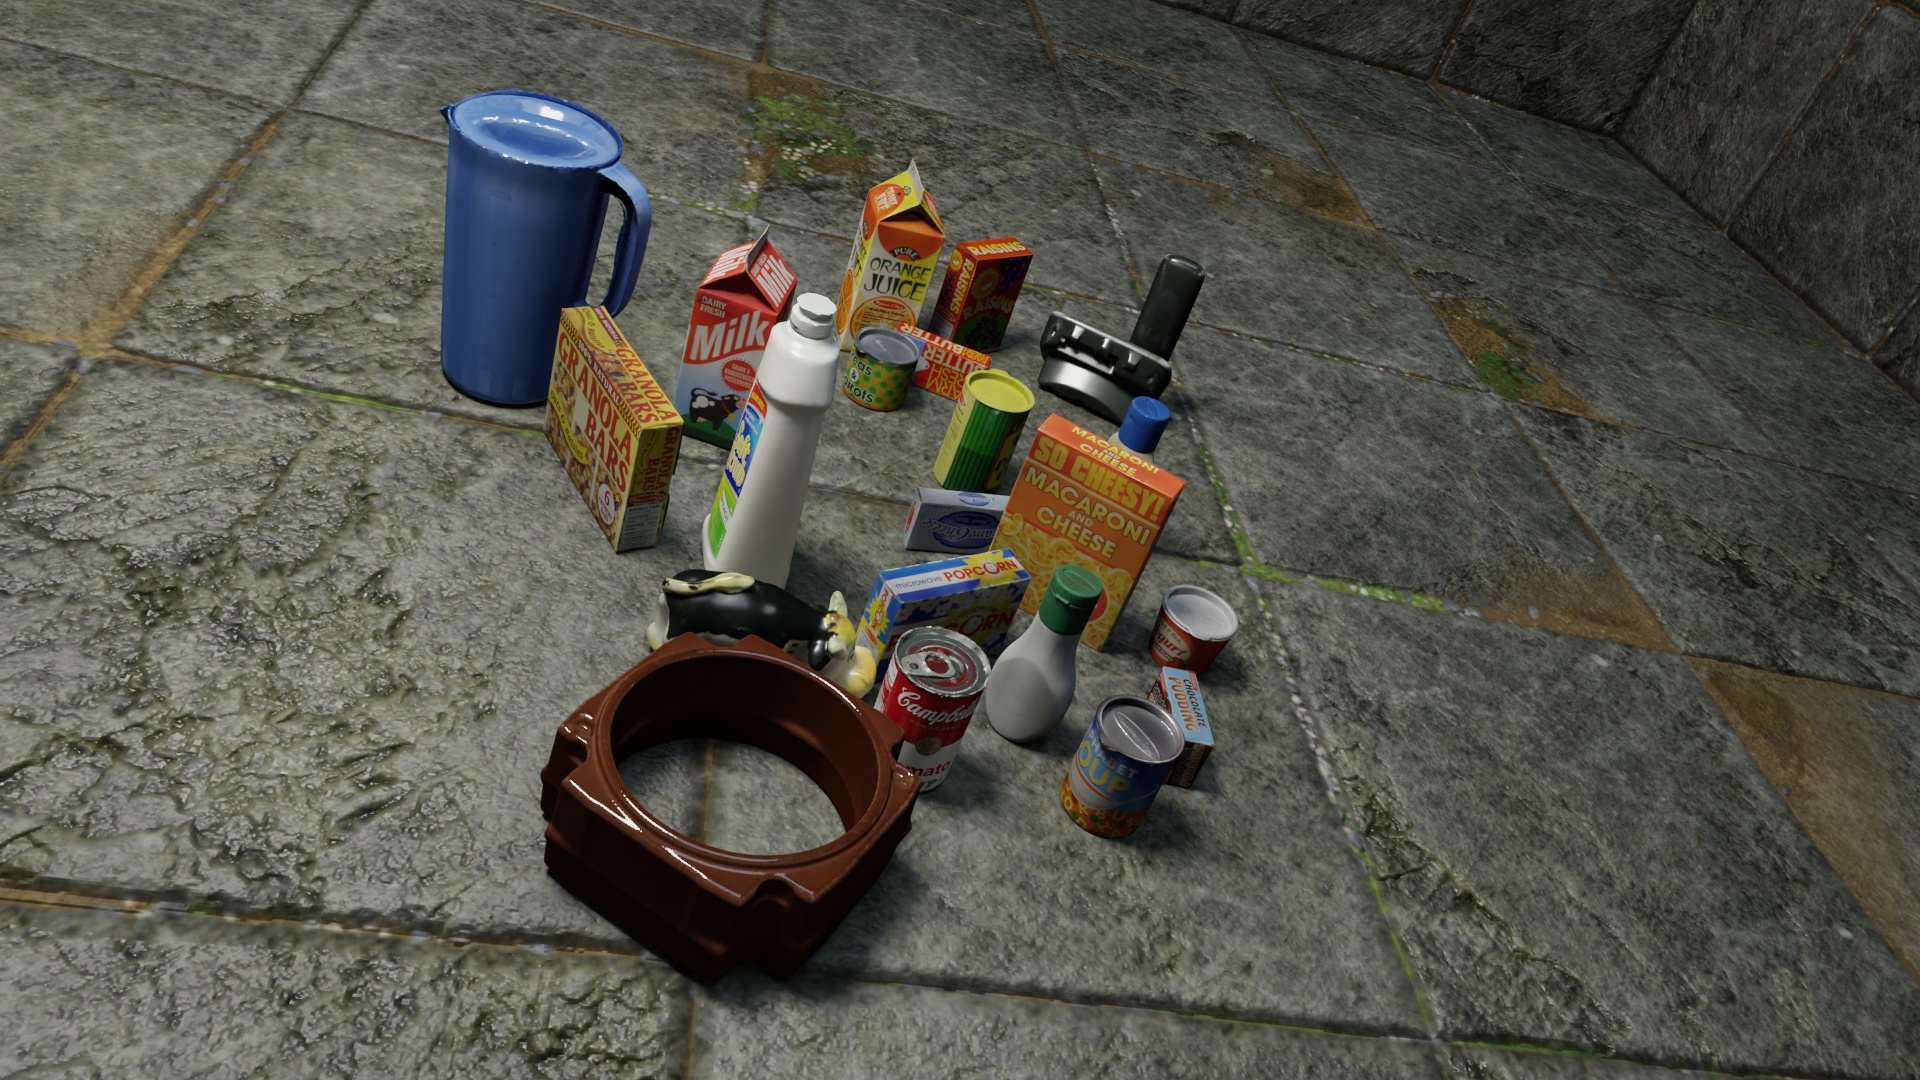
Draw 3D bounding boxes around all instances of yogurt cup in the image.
[{"bbox_3d":[0.195,0.079,1.181,0.072,0.053,0.073,14,36,-10],"label":"yogurt cup"}]

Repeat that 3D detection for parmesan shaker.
[{"bbox_3d":[0.021,-0.098,1.286,0.071,0.102,0.072,14,36,-10],"label":"parmesan shaker"}]

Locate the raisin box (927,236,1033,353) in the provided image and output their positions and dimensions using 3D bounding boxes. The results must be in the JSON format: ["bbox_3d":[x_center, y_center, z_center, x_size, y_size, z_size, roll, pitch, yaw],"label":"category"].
[{"bbox_3d":[0.019,-0.258,1.480,0.086,0.122,0.040,-16,49,-40],"label":"raisin box"}]

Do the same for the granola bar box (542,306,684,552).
[{"bbox_3d":[-0.278,-0.090,1.105,0.039,0.123,0.166,-9,45,-36],"label":"granola bar box"}]

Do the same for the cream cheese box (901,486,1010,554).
[{"bbox_3d":[0.004,-0.015,1.210,0.104,0.053,0.024,5,38,-22],"label":"cream cheese box"}]

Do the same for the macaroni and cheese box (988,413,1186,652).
[{"bbox_3d":[0.096,-0.006,1.146,0.124,0.165,0.040,29,36,11],"label":"macaroni and cheese box"}]

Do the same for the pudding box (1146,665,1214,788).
[{"bbox_3d":[0.169,0.145,1.084,0.030,0.049,0.084,12,36,-12],"label":"pudding box"}]

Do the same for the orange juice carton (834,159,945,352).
[{"bbox_3d":[-0.069,-0.285,1.411,0.073,0.191,0.072,8,37,-18],"label":"orange juice carton"}]

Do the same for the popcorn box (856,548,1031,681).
[{"bbox_3d":[-0.015,0.057,1.076,0.127,0.084,0.038,-10,45,-36],"label":"popcorn box"}]

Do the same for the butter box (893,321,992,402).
[{"bbox_3d":[-0.024,-0.179,1.413,0.103,0.052,0.024,21,35,1],"label":"butter box"}]

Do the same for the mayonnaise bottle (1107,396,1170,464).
[{"bbox_3d":[0.146,-0.061,1.261,0.041,0.147,0.065,10,36,-16],"label":"mayonnaise bottle"}]

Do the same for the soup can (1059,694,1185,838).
[{"bbox_3d":[0.113,0.164,1.000,0.071,0.083,0.072,14,36,-10],"label":"soup can"}]

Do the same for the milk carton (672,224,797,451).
[{"bbox_3d":[-0.195,-0.178,1.206,0.073,0.189,0.073,18,35,-4],"label":"milk carton"}]

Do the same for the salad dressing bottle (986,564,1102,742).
[{"bbox_3d":[0.063,0.084,1.026,0.064,0.146,0.044,35,37,19],"label":"salad dressing bottle"}]

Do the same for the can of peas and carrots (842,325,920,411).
[{"bbox_3d":[-0.080,-0.168,1.366,0.071,0.058,0.071,14,36,-10],"label":"can of peas and carrots"}]
